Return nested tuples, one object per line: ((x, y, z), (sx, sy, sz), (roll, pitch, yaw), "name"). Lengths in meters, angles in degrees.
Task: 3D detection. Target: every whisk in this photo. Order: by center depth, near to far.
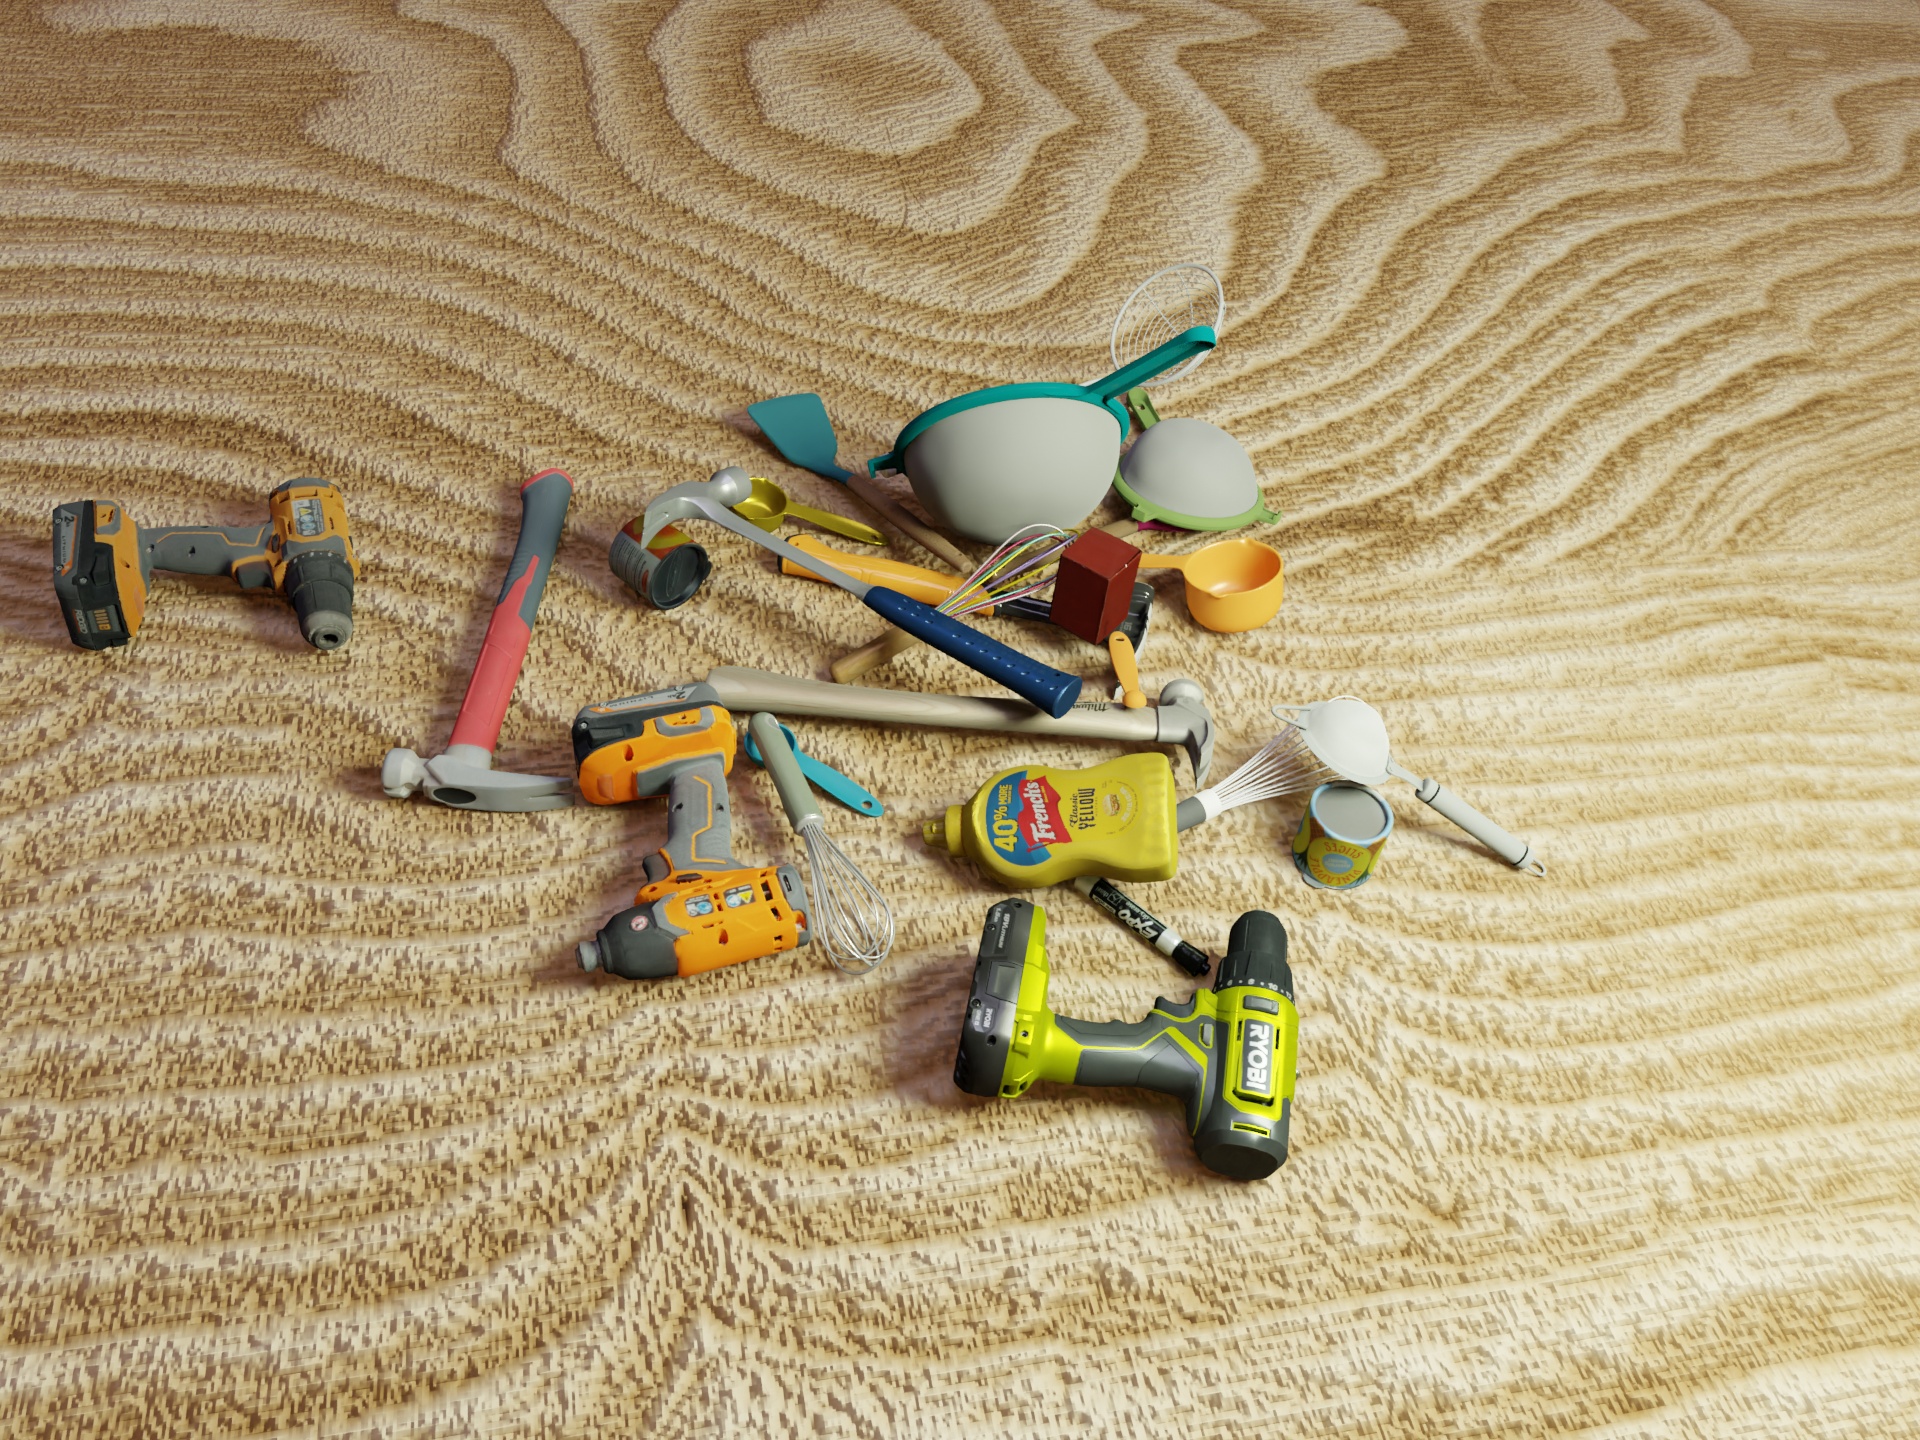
((-0.111, 0.086, 1.194), (0.059, 0.057, 0.247), (-41, 54, 16), "whisk")
((0.222, 0.056, 1.268), (0.284, 0.070, 0.070), (-24, 53, -20), "whisk")
((-0.003, -0.098, 1.354), (0.245, 0.051, 0.047), (-31, 59, -5), "whisk")

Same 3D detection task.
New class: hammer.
((-0.002, -0.004, 1.282), (0.410, 0.038, 0.146), (4, 24, 1), "hammer")
((-0.085, -0.105, 1.308), (0.406, 0.035, 0.144), (29, 34, 21), "hammer")
((-0.362, -0.080, 1.338), (0.143, 0.038, 0.387), (5, 46, -3), "hammer")
((-0.001, -0.107, 1.408), (0.337, 0.034, 0.127), (13, 45, 6), "hammer")

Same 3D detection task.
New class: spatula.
((-0.087, -0.221, 1.484), (0.082, 0.044, 0.318), (-19, 42, -32), "spatula")

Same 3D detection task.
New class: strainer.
((0.361, 0.048, 1.247), (0.258, 0.050, 0.087), (34, 39, -8), "strainer")
((0.091, -0.225, 1.352), (0.210, 0.340, 0.095), (5, 72, -40), "strainer")
((0.212, -0.280, 1.558), (0.151, 0.069, 0.257), (-1, 40, -15), "strainer")

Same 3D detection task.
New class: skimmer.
((0.083, -0.326, 1.495), (0.363, 0.090, 0.127), (-24, 47, -15), "skimmer")

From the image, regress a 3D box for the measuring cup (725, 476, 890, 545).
((-0.143, -0.182, 1.476), (0.156, 0.029, 0.062), (17, 46, -6), "measuring cup")

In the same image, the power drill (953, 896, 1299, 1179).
((0.121, 0.199, 1.096), (0.228, 0.080, 0.191), (12, 52, 2), "power drill")

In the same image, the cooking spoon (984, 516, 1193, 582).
((0.143, -0.175, 1.476), (0.319, 0.017, 0.069), (-23, 50, -36), "cooking spoon")

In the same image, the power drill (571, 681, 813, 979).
((-0.218, 0.087, 1.168), (0.164, 0.084, 0.227), (-13, 53, -18), "power drill")

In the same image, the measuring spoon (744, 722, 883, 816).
((-0.117, 0.046, 1.266), (0.128, 0.021, 0.042), (32, 52, 10), "measuring spoon")

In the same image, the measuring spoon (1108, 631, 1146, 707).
((0.138, -0.046, 1.316), (0.021, 0.011, 0.117), (2, 34, -4), "measuring spoon")

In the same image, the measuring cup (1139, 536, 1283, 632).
((0.208, -0.122, 1.442), (0.174, 0.052, 0.095), (7, 41, 26), "measuring cup")

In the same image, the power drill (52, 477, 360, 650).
((-0.618, -0.118, 1.320), (0.226, 0.084, 0.186), (-10, 50, -21), "power drill")
